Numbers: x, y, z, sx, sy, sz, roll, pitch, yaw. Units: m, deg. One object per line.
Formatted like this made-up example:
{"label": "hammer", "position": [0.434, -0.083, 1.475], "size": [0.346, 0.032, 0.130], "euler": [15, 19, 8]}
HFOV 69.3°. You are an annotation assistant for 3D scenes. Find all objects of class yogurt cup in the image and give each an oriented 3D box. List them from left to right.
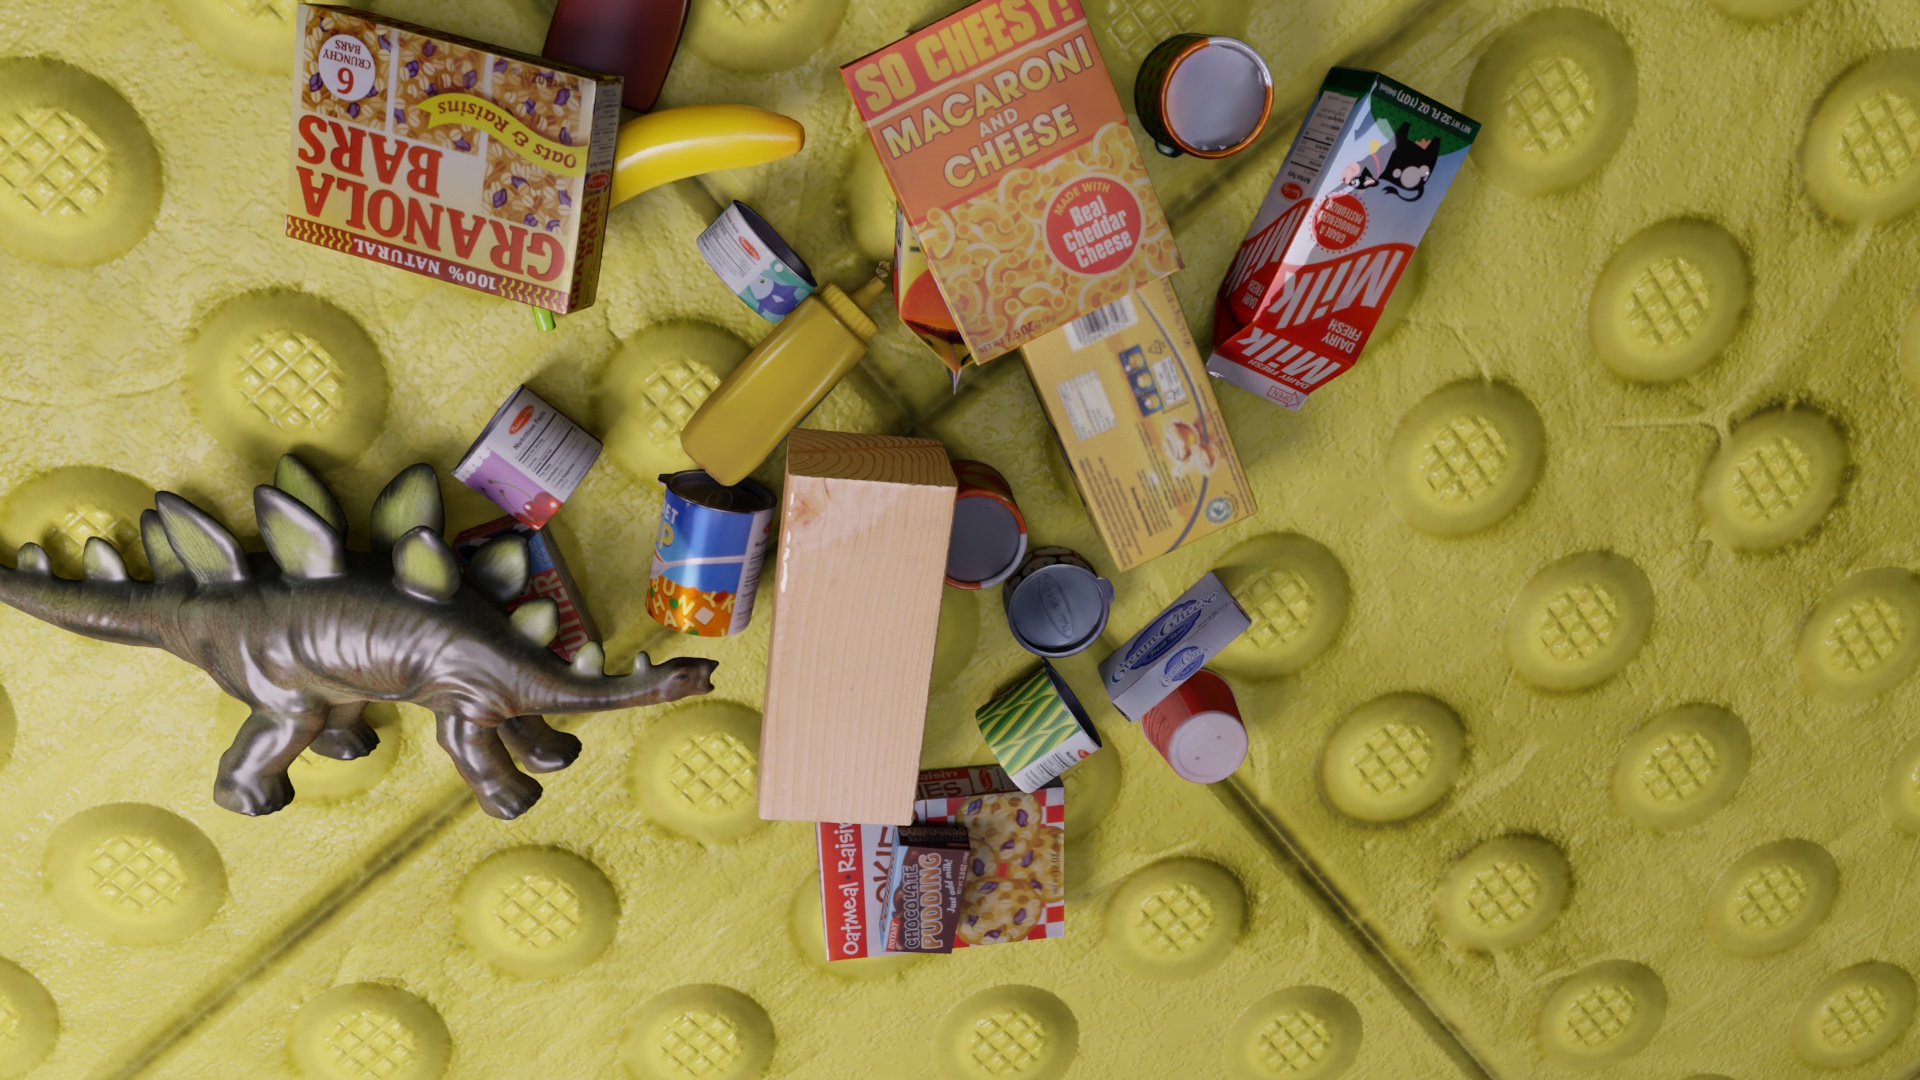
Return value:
{"label": "yogurt cup", "position": [0.160, 0.127, 0.935], "size": [0.072, 0.054, 0.072], "euler": [-2, 110, -6]}

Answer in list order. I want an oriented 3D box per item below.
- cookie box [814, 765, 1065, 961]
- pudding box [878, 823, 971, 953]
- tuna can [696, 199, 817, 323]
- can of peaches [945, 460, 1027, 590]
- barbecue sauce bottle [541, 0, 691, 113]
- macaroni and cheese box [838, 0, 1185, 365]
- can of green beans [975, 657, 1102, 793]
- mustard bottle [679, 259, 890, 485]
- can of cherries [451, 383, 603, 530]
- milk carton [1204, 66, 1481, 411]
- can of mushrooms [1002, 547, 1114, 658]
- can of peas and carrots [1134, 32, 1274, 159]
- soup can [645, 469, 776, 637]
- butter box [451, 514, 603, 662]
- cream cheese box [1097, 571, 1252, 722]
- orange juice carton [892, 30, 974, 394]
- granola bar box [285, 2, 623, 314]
{"label": "cookie box", "position": [-0.014, 0.220, 0.956], "size": [0.168, 0.040, 0.122], "euler": [-4, 111, -7]}
{"label": "pudding box", "position": [-0.024, 0.230, 0.918], "size": [0.050, 0.030, 0.083], "euler": [7, 109, -10]}
{"label": "tuna can", "position": [-0.114, -0.156, 0.785], "size": [0.033, 0.071, 0.071], "euler": [-42, 110, 10]}
{"label": "can of peaches", "position": [0.003, -0.011, 0.859], "size": [0.071, 0.058, 0.071], "euler": [-3, 112, -7]}
{"label": "barbecue sauce bottle", "position": [-0.167, -0.306, 0.731], "size": [0.065, 0.044, 0.148], "euler": [18, 107, -23]}
{"label": "macaroni and cheese box", "position": [0.027, -0.194, 0.723], "size": [0.124, 0.040, 0.166], "euler": [-25, 112, 3]}
{"label": "can of green beans", "position": [0.051, 0.123, 0.912], "size": [0.058, 0.071, 0.071], "euler": [-34, 111, 7]}
{"label": "mustard bottle", "position": [-0.095, -0.102, 0.809], "size": [0.160, 0.065, 0.048], "euler": [-45, 107, 6]}
{"label": "can of cherries", "position": [-0.252, -0.047, 0.809], "size": [0.058, 0.072, 0.071], "euler": [38, 102, -20]}
{"label": "milk carton", "position": [0.215, -0.172, 0.817], "size": [0.072, 0.074, 0.190], "euler": [21, 107, -15]}
{"label": "can of mushrooms", "position": [0.063, 0.039, 0.899], "size": [0.071, 0.033, 0.070], "euler": [-2, 111, -6]}
{"label": "can of peas and carrots", "position": [0.136, -0.249, 0.785], "size": [0.071, 0.059, 0.070], "euler": [-2, 111, -6]}
{"label": "soup can", "position": [-0.154, 0.007, 0.841], "size": [0.071, 0.071, 0.083], "euler": [11, 109, -12]}
{"label": "butter box", "position": [-0.266, 0.035, 0.858], "size": [0.053, 0.024, 0.103], "euler": [-19, 112, 1]}
{"label": "cream cheese box", "position": [0.139, 0.069, 0.911], "size": [0.103, 0.053, 0.024], "euler": [-41, 109, 9]}
{"label": "orange juice carton", "position": [0.000, -0.184, 0.785], "size": [0.073, 0.072, 0.191], "euler": [1, 110, -7]}
{"label": "granola bar box", "position": [-0.267, -0.201, 0.732], "size": [0.166, 0.039, 0.123], "euler": [16, 111, 7]}
